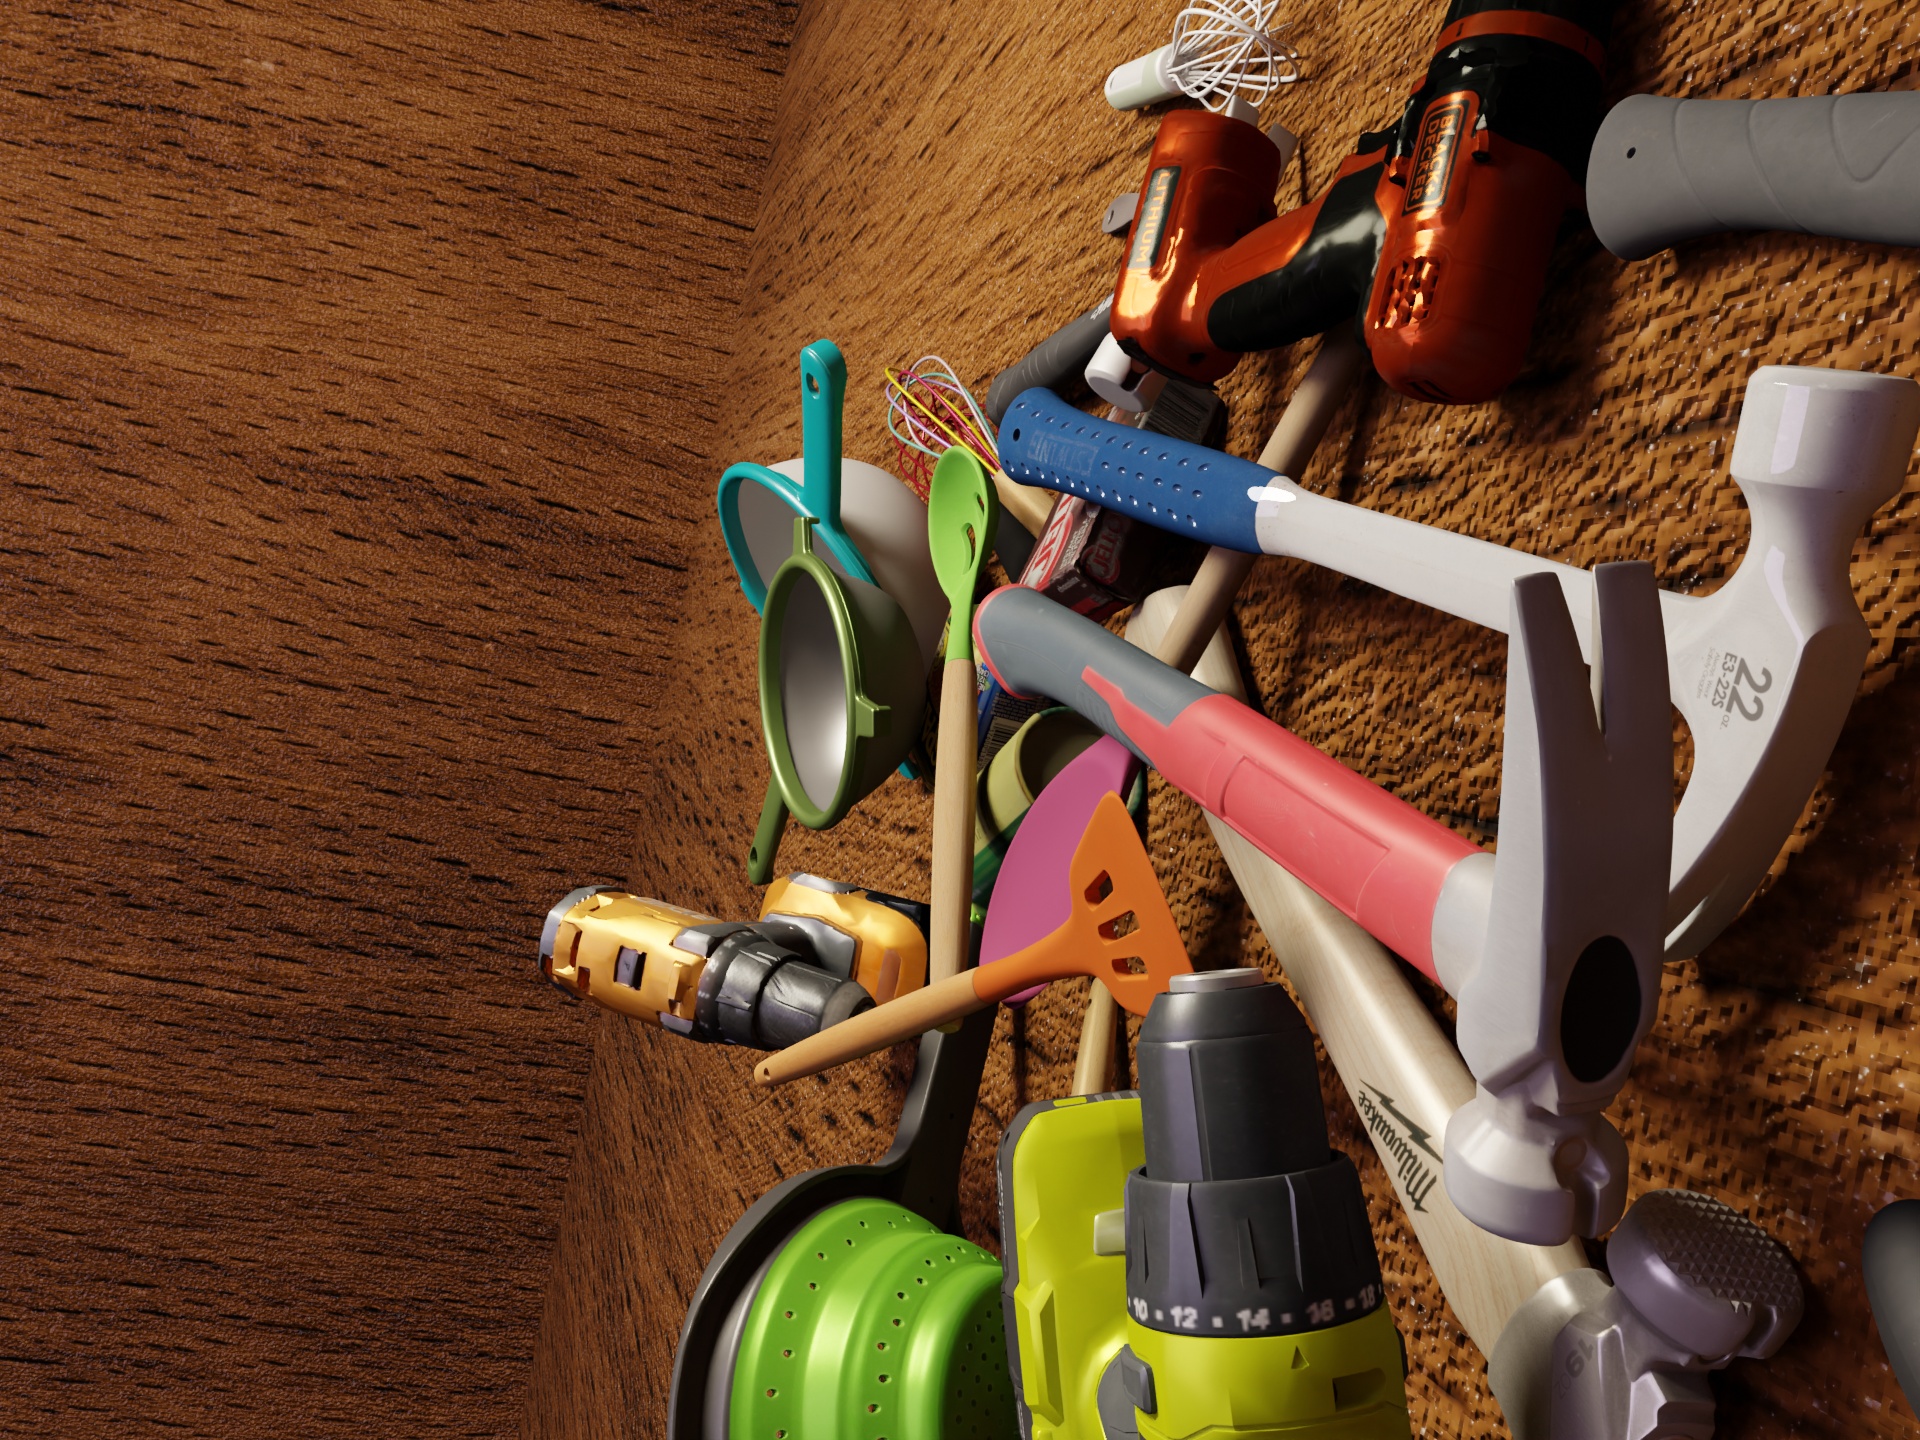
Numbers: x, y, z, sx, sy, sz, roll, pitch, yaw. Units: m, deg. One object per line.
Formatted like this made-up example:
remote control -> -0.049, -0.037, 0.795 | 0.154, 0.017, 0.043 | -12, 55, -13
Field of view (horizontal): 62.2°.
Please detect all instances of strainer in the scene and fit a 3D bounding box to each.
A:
strainer -> -0.071, 0.016, 0.913 | 0.256, 0.069, 0.152 | 113, 144, -47
strainer -> -0.053, -0.121, 0.960 | 0.211, 0.095, 0.340 | 48, 157, 20

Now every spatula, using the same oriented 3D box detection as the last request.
spatula -> -0.010, 0.111, 0.623 | 0.322, 0.041, 0.081 | -33, 74, 49

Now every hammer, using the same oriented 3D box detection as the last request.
hammer -> 0.069, -0.201, 0.813 | 0.146, 0.035, 0.335 | -60, 11, -5
hammer -> 0.233, -0.095, 0.262 | 0.409, 0.036, 0.149 | -124, 48, -67
hammer -> 0.115, 0.077, 0.532 | 0.411, 0.038, 0.146 | -106, 31, -57
hammer -> 0.107, -0.059, 0.517 | 0.406, 0.035, 0.144 | -142, 56, -62
hammer -> 0.074, -0.008, 0.490 | 0.387, 0.038, 0.143 | -136, 41, -68

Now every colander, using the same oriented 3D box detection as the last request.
colander -> 0.005, 0.221, 0.690 | 0.094, 0.204, 0.397 | -18, 38, 32

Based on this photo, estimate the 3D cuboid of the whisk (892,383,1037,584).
whisk -> 0.016, -0.131, 0.951 | 0.296, 0.073, 0.073 | -117, 41, -54

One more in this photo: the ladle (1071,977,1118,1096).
ladle -> 0.039, 0.231, 0.602 | 0.069, 0.031, 0.316 | 119, 168, -47

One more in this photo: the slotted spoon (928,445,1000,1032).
slotted spoon -> -0.001, -0.002, 0.748 | 0.070, 0.031, 0.314 | 126, 152, -52

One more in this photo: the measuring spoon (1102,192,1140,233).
measuring spoon -> 0.096, -0.272, 0.855 | 0.124, 0.018, 0.034 | -118, 44, -74

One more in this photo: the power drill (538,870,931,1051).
power drill -> -0.085, 0.135, 0.856 | 0.185, 0.226, 0.084 | 11, 90, 29

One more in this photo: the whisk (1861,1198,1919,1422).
whisk -> 0.188, 0.184, 0.200 | 0.285, 0.070, 0.070 | -94, 22, -52

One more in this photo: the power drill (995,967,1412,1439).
power drill -> 0.063, 0.166, 0.444 | 0.228, 0.080, 0.191 | 122, 142, -80

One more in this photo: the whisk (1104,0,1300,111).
whisk -> 0.109, -0.323, 0.785 | 0.058, 0.059, 0.246 | -63, 15, 11

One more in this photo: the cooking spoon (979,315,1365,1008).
cooking spoon -> 0.087, -0.031, 0.607 | 0.319, 0.017, 0.069 | -63, 30, 10

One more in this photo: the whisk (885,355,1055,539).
whisk -> 0.014, -0.144, 0.890 | 0.051, 0.047, 0.245 | -36, 44, -1
